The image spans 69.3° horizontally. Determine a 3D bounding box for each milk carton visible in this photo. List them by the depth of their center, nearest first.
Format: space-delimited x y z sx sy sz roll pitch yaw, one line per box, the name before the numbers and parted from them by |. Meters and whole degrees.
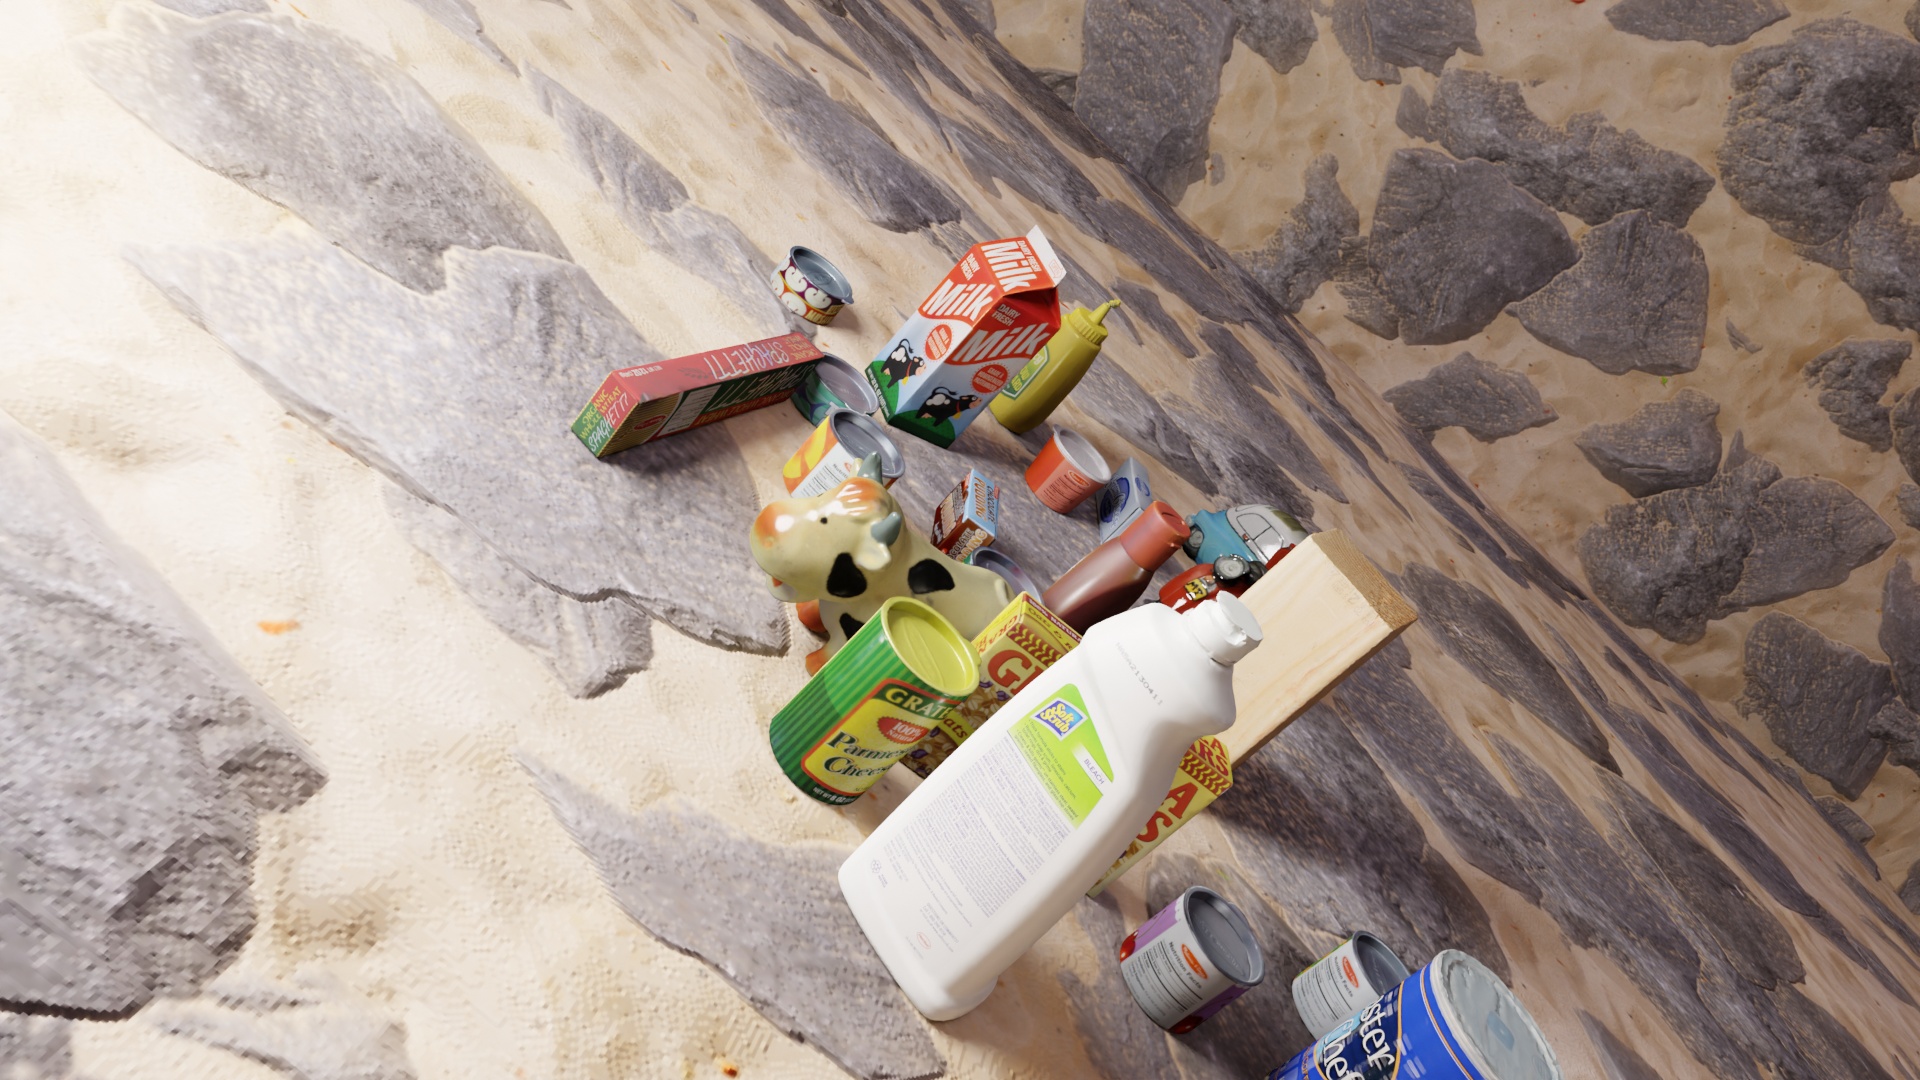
milk carton | 0.013 -0.172 1.150 0.073 0.190 0.072 21 33 -41

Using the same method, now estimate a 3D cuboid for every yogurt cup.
yogurt cup | 0.096 -0.061 1.266 0.072 0.053 0.073 35 26 -20

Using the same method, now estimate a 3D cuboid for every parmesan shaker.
parmesan shaker | -0.046 0.089 0.752 0.071 0.102 0.071 35 26 -20

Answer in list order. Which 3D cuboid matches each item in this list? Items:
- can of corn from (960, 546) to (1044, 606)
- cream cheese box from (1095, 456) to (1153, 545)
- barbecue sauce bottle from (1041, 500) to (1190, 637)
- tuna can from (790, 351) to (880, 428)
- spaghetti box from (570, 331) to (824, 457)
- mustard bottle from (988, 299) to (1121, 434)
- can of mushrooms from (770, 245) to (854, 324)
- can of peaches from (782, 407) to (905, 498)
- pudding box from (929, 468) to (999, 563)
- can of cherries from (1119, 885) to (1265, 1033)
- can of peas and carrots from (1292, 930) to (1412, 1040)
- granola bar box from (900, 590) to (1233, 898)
can of corn | 0.013 0.047 0.962 0.071 0.058 0.071 35 26 -20
cream cheese box | 0.155 -0.033 1.312 0.024 0.053 0.104 36 25 -18
barbecue sauce bottle | 0.104 0.033 1.015 0.065 0.148 0.044 16 37 -47
tuna can | -0.097 -0.110 1.073 0.071 0.032 0.071 35 26 -19
spaghetti box | -0.167 -0.102 0.933 0.029 0.050 0.251 46 24 5
mustard bottle | 0.091 -0.173 1.307 0.049 0.159 0.065 24 31 -38
can of mushrooms | -0.127 -0.218 1.198 0.071 0.033 0.071 35 26 -19
can of peaches | -0.081 -0.050 0.972 0.071 0.058 0.071 35 26 -20
pudding box | 0.004 -0.013 1.053 0.030 0.049 0.084 37 25 -15
can of cherries | 0.139 0.251 0.831 0.071 0.058 0.072 35 26 -20
can of peas and carrots | 0.269 0.309 0.938 0.071 0.058 0.071 35 26 -20
granola bar box | 0.059 0.124 0.830 0.165 0.123 0.039 38 25 -14
